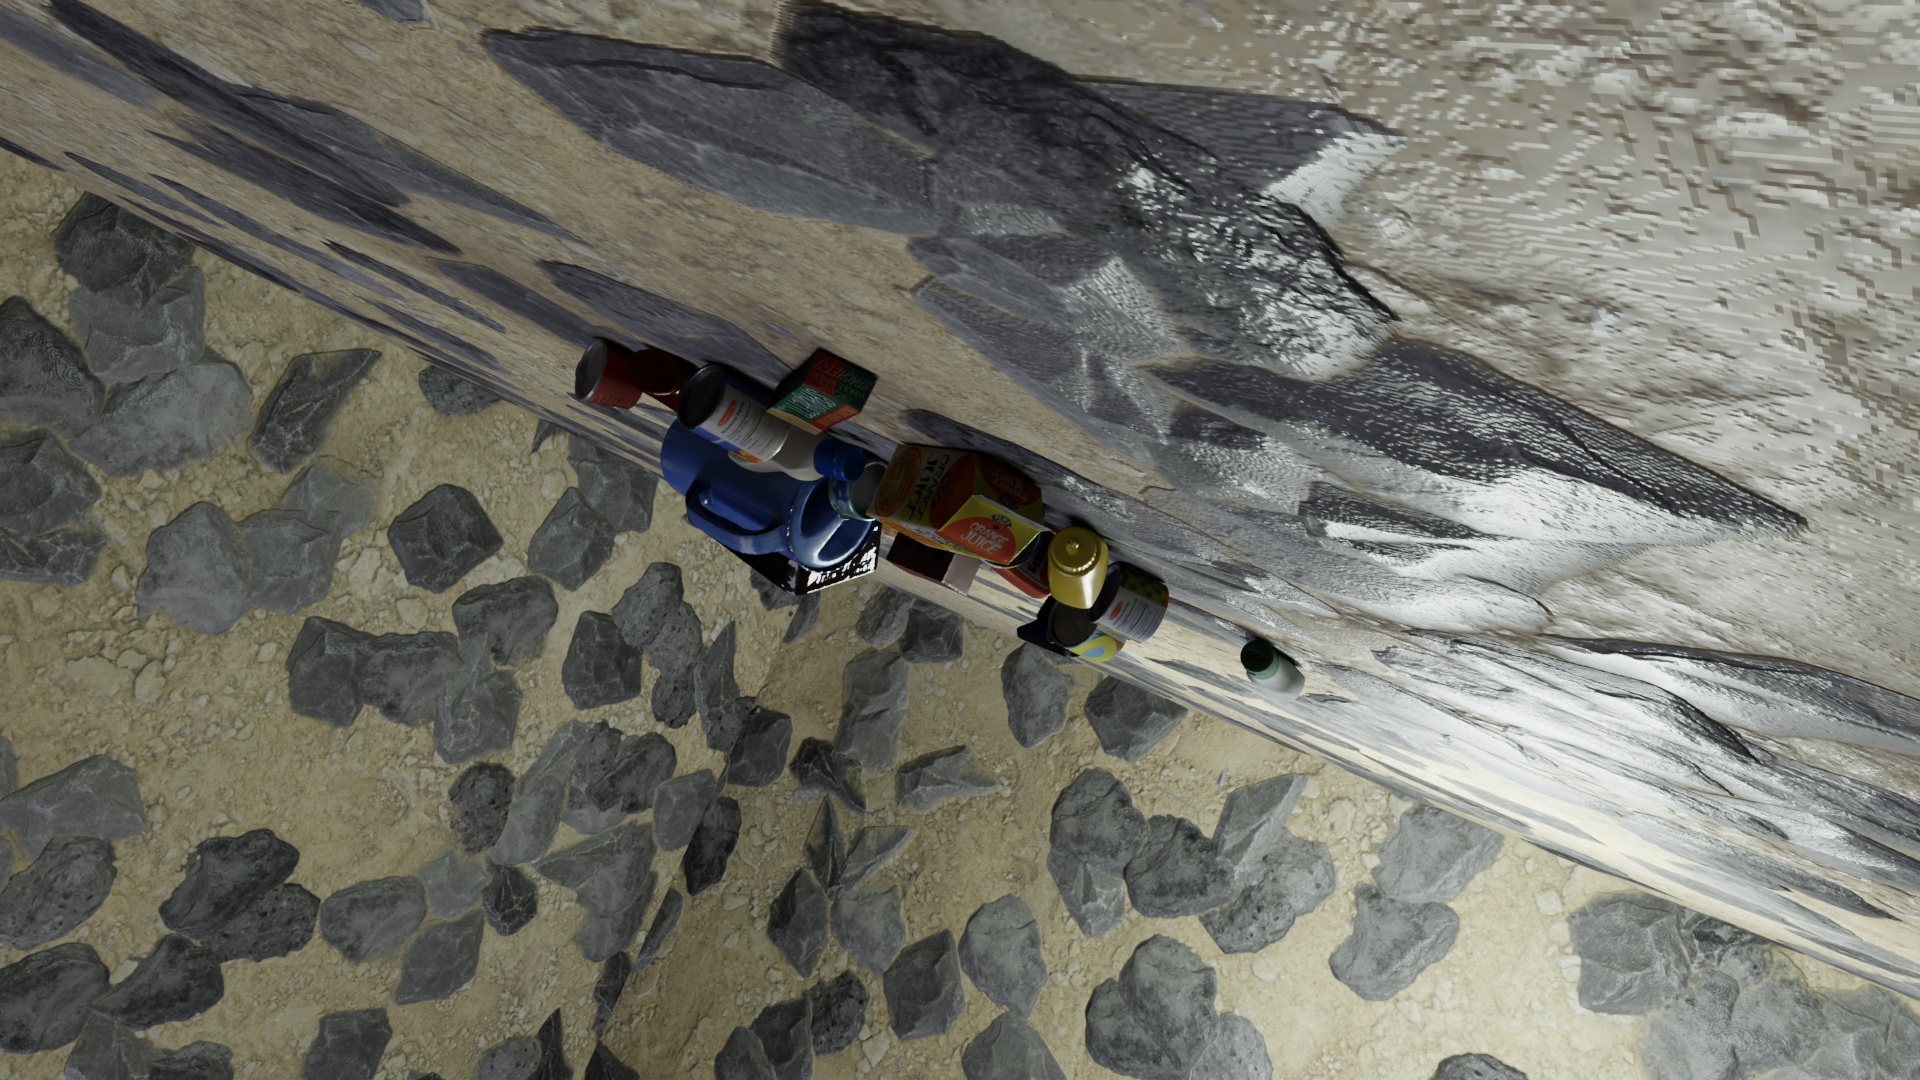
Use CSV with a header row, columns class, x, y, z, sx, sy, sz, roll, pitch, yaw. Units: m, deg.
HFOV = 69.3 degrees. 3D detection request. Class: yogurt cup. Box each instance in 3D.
class,x,y,z,sx,sy,sz,roll,pitch,yaw
yogurt cup,-0.364,-0.171,1.451,0.054,0.072,0.072,18,179,-35

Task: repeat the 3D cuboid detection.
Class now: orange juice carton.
class,x,y,z,sx,sy,sz,roll,pitch,yaw
orange juice carton,0.000,-0.031,1.171,0.072,0.073,0.192,27,173,-27

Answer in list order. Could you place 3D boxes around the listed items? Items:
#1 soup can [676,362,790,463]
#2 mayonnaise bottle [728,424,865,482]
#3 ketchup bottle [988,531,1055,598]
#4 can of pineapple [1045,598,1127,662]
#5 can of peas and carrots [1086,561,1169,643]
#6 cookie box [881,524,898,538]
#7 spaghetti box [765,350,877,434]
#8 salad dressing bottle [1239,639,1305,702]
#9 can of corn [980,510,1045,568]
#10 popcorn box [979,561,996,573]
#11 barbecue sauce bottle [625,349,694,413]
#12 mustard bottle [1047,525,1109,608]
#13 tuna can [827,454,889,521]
class,x,y,z,sx,sy,sz,roll,pitch,yaw
soup can,-0.209,-0.118,1.283,0.071,0.071,0.083,18,172,46
mayonnaise bottle,-0.161,-0.090,1.375,0.148,0.065,0.041,16,170,33
ketchup bottle,0.036,-0.006,1.339,0.148,0.065,0.043,35,157,-22
can of pineapple,0.133,0.090,1.458,0.071,0.071,0.058,18,172,45
can of peas and carrots,0.168,0.062,1.395,0.059,0.071,0.071,25,174,-14
cookie box,-0.111,-0.041,1.733,0.123,0.040,0.167,28,172,-37
spaghetti box,-0.114,-0.114,1.100,0.050,0.029,0.250,25,175,-13
salad dressing bottle,0.345,0.145,1.547,0.064,0.044,0.147,23,174,28
can of corn,0.042,-0.009,1.255,0.071,0.071,0.058,24,176,1
popcorn box,-0.005,-0.003,1.648,0.126,0.038,0.085,27,175,-30
barbecue sauce bottle,-0.274,-0.146,1.396,0.065,0.043,0.148,22,175,19
mustard bottle,0.106,0.018,1.265,0.049,0.065,0.160,17,167,12
tuna can,-0.100,-0.052,1.415,0.033,0.071,0.071,17,171,41
